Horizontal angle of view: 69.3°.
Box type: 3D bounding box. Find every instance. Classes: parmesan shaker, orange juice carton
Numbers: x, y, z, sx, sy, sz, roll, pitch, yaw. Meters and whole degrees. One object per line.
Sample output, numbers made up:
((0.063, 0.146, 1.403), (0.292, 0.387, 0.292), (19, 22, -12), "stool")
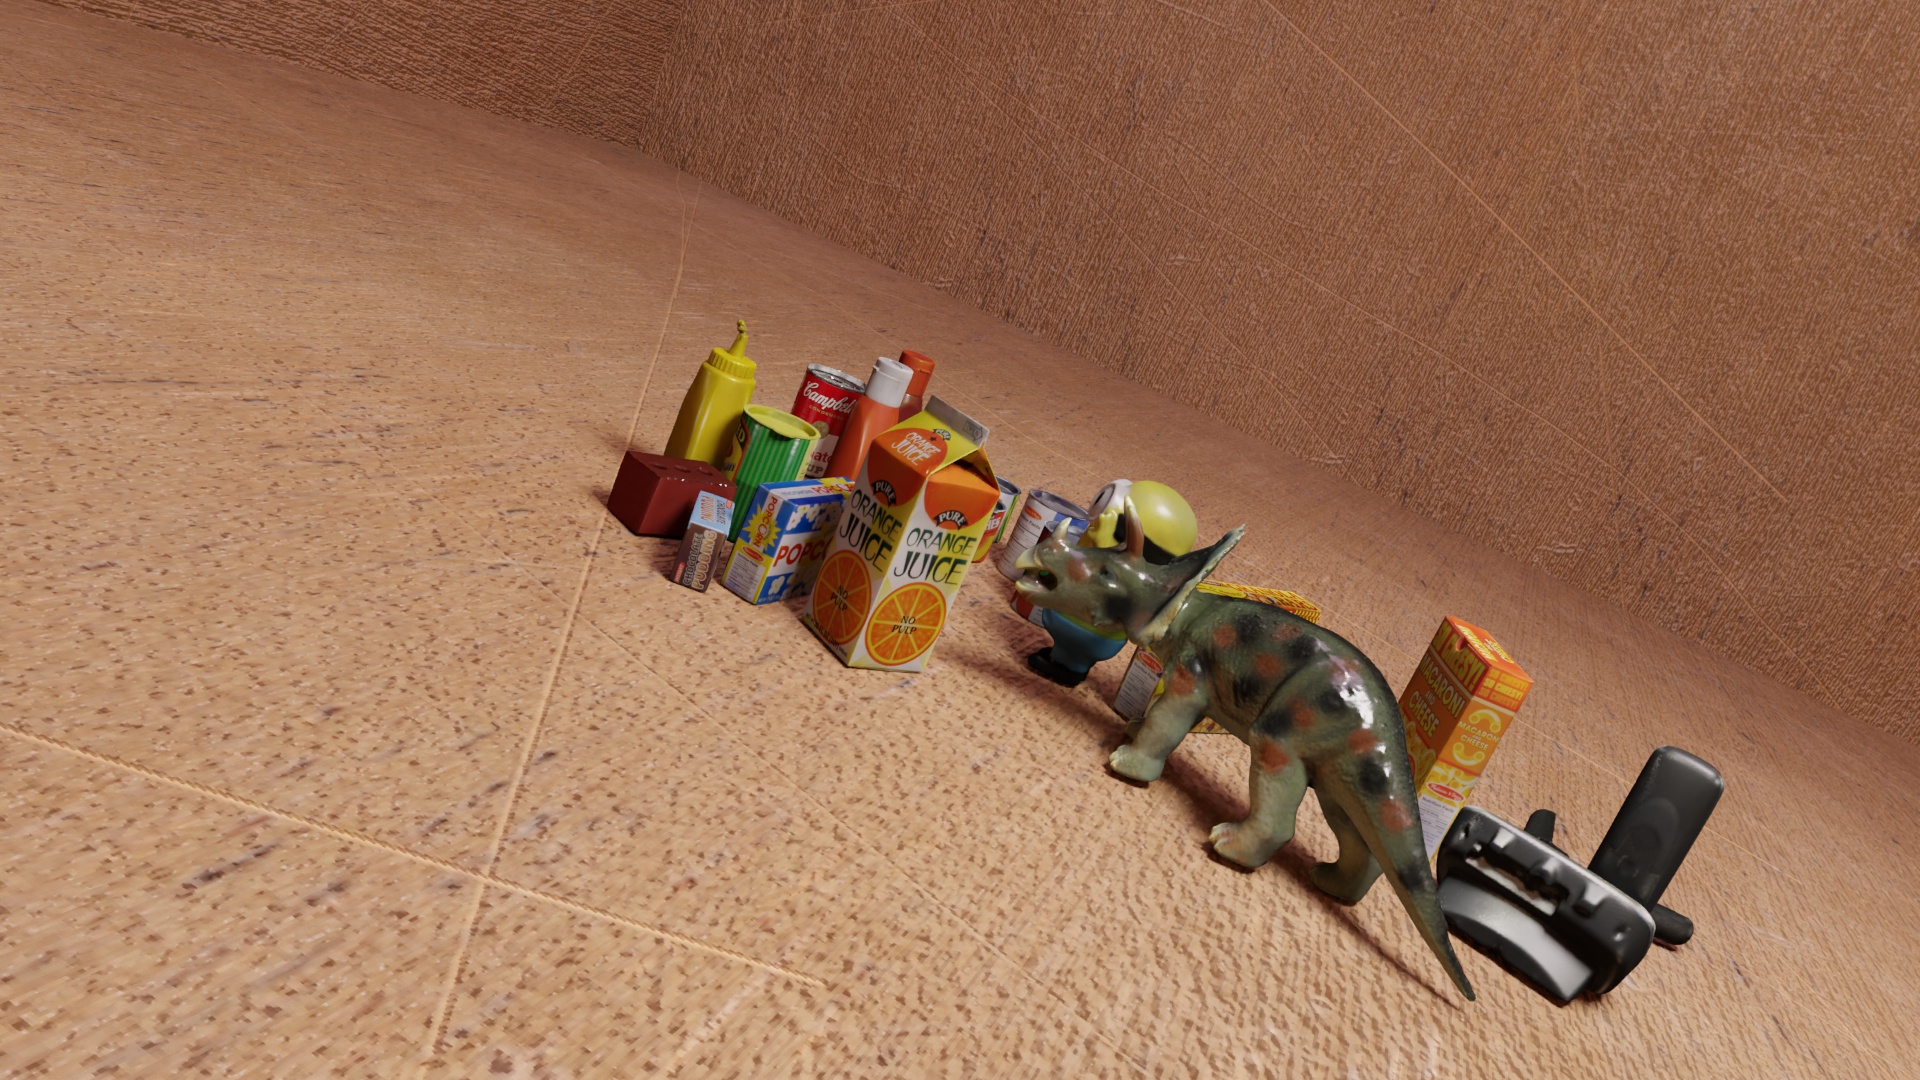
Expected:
((-0.164, -0.051, 1.137), (0.071, 0.102, 0.071), (22, 15, -6), "parmesan shaker")
((-0.037, -0.006, 0.998), (0.073, 0.192, 0.072), (10, 20, -42), "orange juice carton")

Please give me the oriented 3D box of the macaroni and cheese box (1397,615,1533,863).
((0.380, 0.155, 1.106), (0.040, 0.166, 0.124), (23, 15, -3), "macaroni and cheese box")

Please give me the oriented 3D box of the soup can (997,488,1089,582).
((0.084, 0.002, 1.356), (0.071, 0.083, 0.071), (22, 15, -6), "soup can")

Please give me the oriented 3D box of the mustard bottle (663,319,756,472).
((-0.205, -0.108, 1.163), (0.049, 0.159, 0.065), (14, 17, -33), "mustard bottle")

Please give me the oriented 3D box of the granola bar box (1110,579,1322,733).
((0.212, 0.096, 1.143), (0.166, 0.124, 0.039), (9, 20, -42), "granola bar box")

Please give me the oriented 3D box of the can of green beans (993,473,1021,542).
((0.022, -0.037, 1.449), (0.071, 0.057, 0.071), (22, 15, -6), "can of green beans")

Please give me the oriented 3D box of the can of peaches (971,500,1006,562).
((0.005, -0.017, 1.354), (0.071, 0.058, 0.071), (22, 15, -6), "can of peaches")

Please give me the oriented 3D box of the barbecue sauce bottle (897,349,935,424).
((-0.069, -0.121, 1.429), (0.065, 0.148, 0.044), (11, 19, -38), "barbecue sauce bottle")

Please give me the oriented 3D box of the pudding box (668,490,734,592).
((-0.190, -0.001, 1.029), (0.030, 0.049, 0.084), (20, 15, -11), "pudding box")

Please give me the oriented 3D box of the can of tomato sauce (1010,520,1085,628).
((0.090, 0.033, 1.261), (0.071, 0.083, 0.071), (22, 15, -6), "can of tomato sauce")

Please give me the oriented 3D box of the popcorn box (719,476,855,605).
((-0.122, -0.002, 1.065), (0.038, 0.085, 0.127), (29, 16, 20), "popcorn box")

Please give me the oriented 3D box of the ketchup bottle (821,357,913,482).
((-0.090, -0.101, 1.329), (0.043, 0.148, 0.065), (15, 17, -31), "ketchup bottle")
